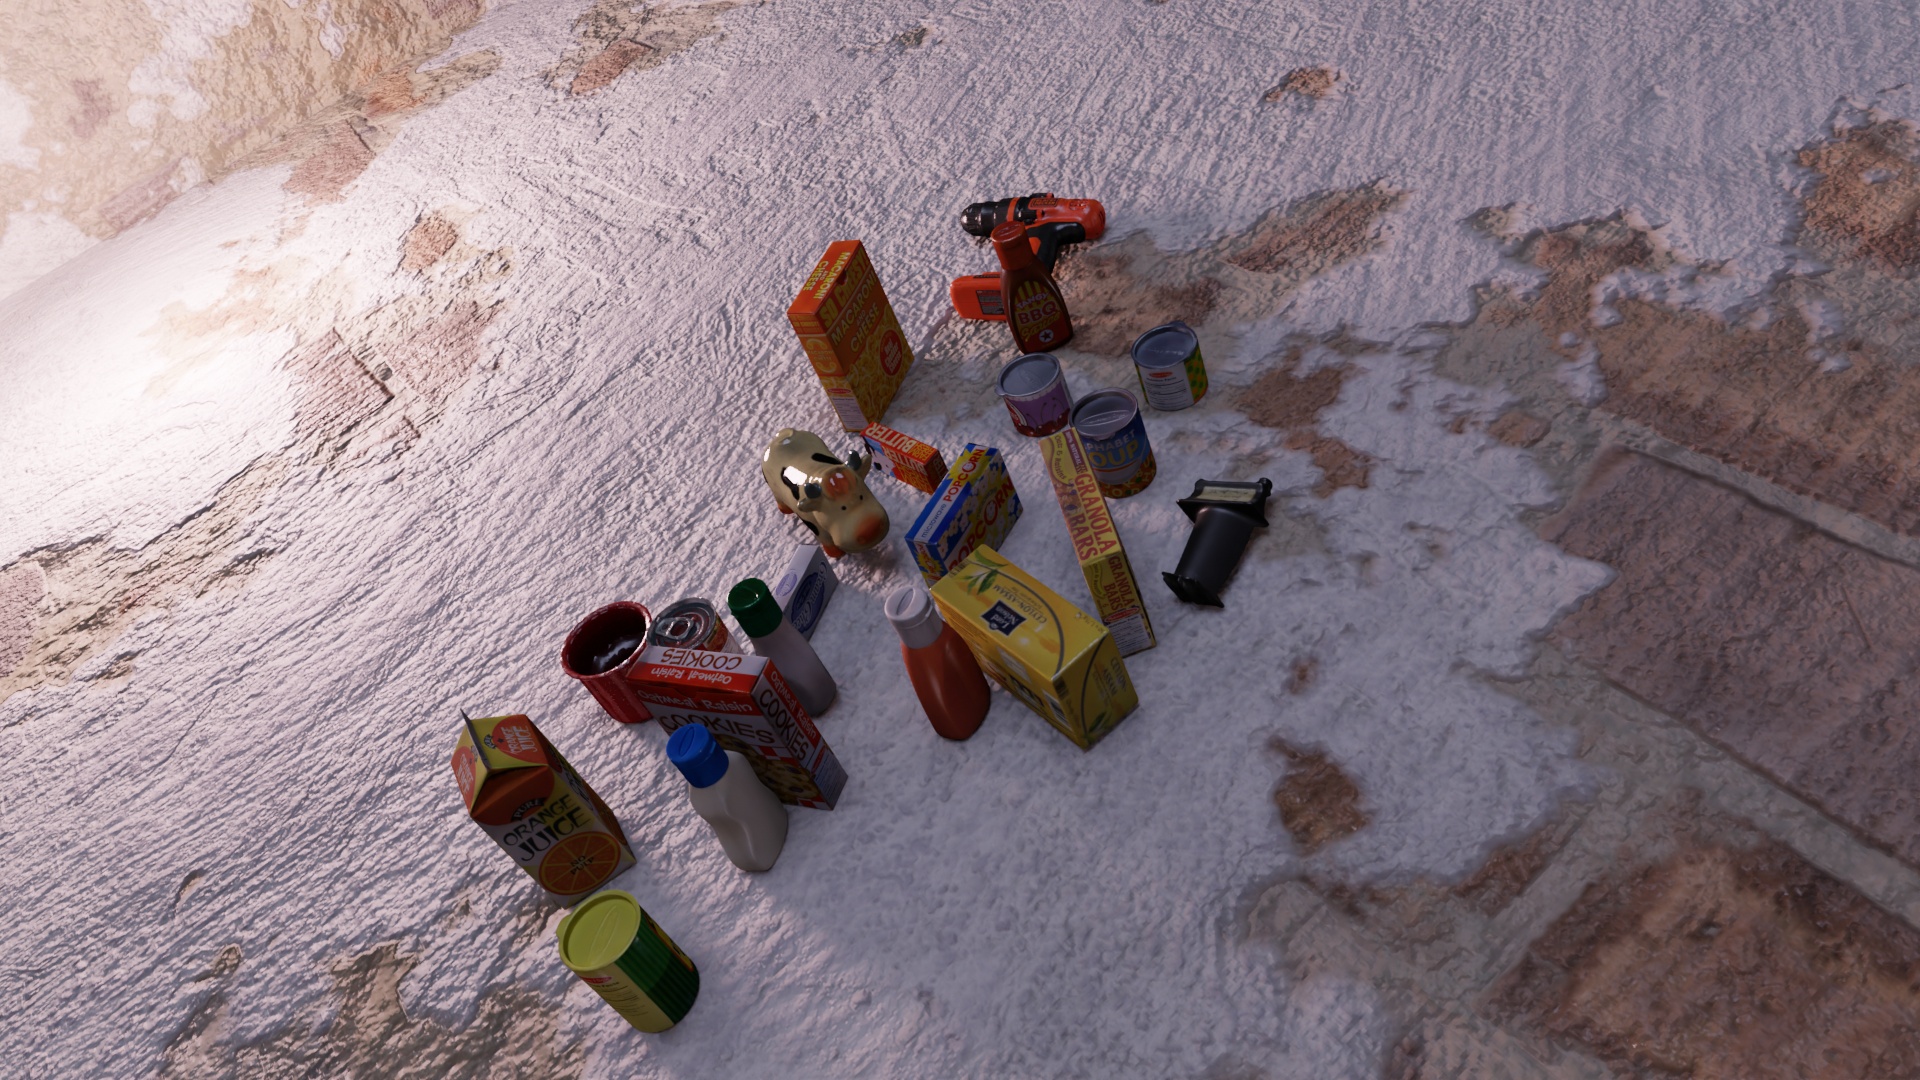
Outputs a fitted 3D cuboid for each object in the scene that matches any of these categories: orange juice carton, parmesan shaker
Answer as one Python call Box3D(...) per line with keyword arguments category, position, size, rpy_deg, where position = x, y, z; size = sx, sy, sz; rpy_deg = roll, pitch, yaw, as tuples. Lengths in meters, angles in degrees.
Box3D(category="orange juice carton", position=(-0.351, 0.213, 1.142), size=(0.073, 0.191, 0.072), rpy_deg=(-34, 43, -10))
Box3D(category="parmesan shaker", position=(-0.252, 0.320, 1.055), size=(0.071, 0.102, 0.072), rpy_deg=(-13, 43, 13))

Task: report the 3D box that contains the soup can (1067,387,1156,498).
Box3D(category="soup can", position=(0.143, -0.089, 1.300), size=(0.071, 0.083, 0.072), rpy_deg=(-13, 43, 13))

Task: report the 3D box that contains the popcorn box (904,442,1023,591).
Box3D(category="popcorn box", position=(0.005, -0.016, 1.289), size=(0.038, 0.085, 0.127), rpy_deg=(10, 53, 33))

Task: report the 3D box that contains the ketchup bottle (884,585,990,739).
Box3D(category="ketchup bottle", position=(-0.019, 0.097, 1.138), size=(0.043, 0.148, 0.065), rpy_deg=(4, 50, 28))

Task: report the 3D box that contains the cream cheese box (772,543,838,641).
Box3D(category="cream cheese box", position=(-0.153, 0.058, 1.310), size=(0.024, 0.053, 0.104), rpy_deg=(2, 49, 27))

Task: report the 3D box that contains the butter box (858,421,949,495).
Box3D(category="butter box", position=(-0.054, -0.082, 1.406), size=(0.103, 0.053, 0.024), rpy_deg=(26, 62, 41))

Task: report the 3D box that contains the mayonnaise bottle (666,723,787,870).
Box3D(category="mayonnaise bottle", position=(-0.186, 0.202, 1.110), size=(0.041, 0.147, 0.065), rpy_deg=(-5, 46, 21))

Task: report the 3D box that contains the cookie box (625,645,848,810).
Box3D(category="cookie box", position=(-0.181, 0.156, 1.141), size=(0.123, 0.166, 0.040), rpy_deg=(2, 49, 27))

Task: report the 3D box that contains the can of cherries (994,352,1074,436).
Box3D(category="can of cherries", position=(0.075, -0.147, 1.408), size=(0.071, 0.058, 0.072), rpy_deg=(-13, 43, 13))

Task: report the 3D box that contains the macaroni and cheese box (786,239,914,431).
Box3D(category="macaroni and cheese box", position=(-0.114, -0.218, 1.487), size=(0.040, 0.165, 0.124), rpy_deg=(3, 49, 27))

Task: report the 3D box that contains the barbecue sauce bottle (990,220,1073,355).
Box3D(category="barbecue sauce bottle", position=(0.071, -0.267, 1.464), size=(0.065, 0.148, 0.044), rpy_deg=(-22, 42, 4))

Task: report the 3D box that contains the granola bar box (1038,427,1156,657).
Box3D(category="granola bar box", position=(0.117, 0.001, 1.192), size=(0.039, 0.123, 0.166), rpy_deg=(-20, 42, 5))

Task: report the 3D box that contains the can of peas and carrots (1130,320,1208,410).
Box3D(category="can of peas and carrots", position=(0.208, -0.172, 1.373), size=(0.071, 0.058, 0.071), rpy_deg=(-13, 43, 13))

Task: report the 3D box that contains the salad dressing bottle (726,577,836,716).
Box3D(category="salad dressing bottle", position=(-0.156, 0.093, 1.207), size=(0.064, 0.147, 0.044), rpy_deg=(23, 60, 40))
